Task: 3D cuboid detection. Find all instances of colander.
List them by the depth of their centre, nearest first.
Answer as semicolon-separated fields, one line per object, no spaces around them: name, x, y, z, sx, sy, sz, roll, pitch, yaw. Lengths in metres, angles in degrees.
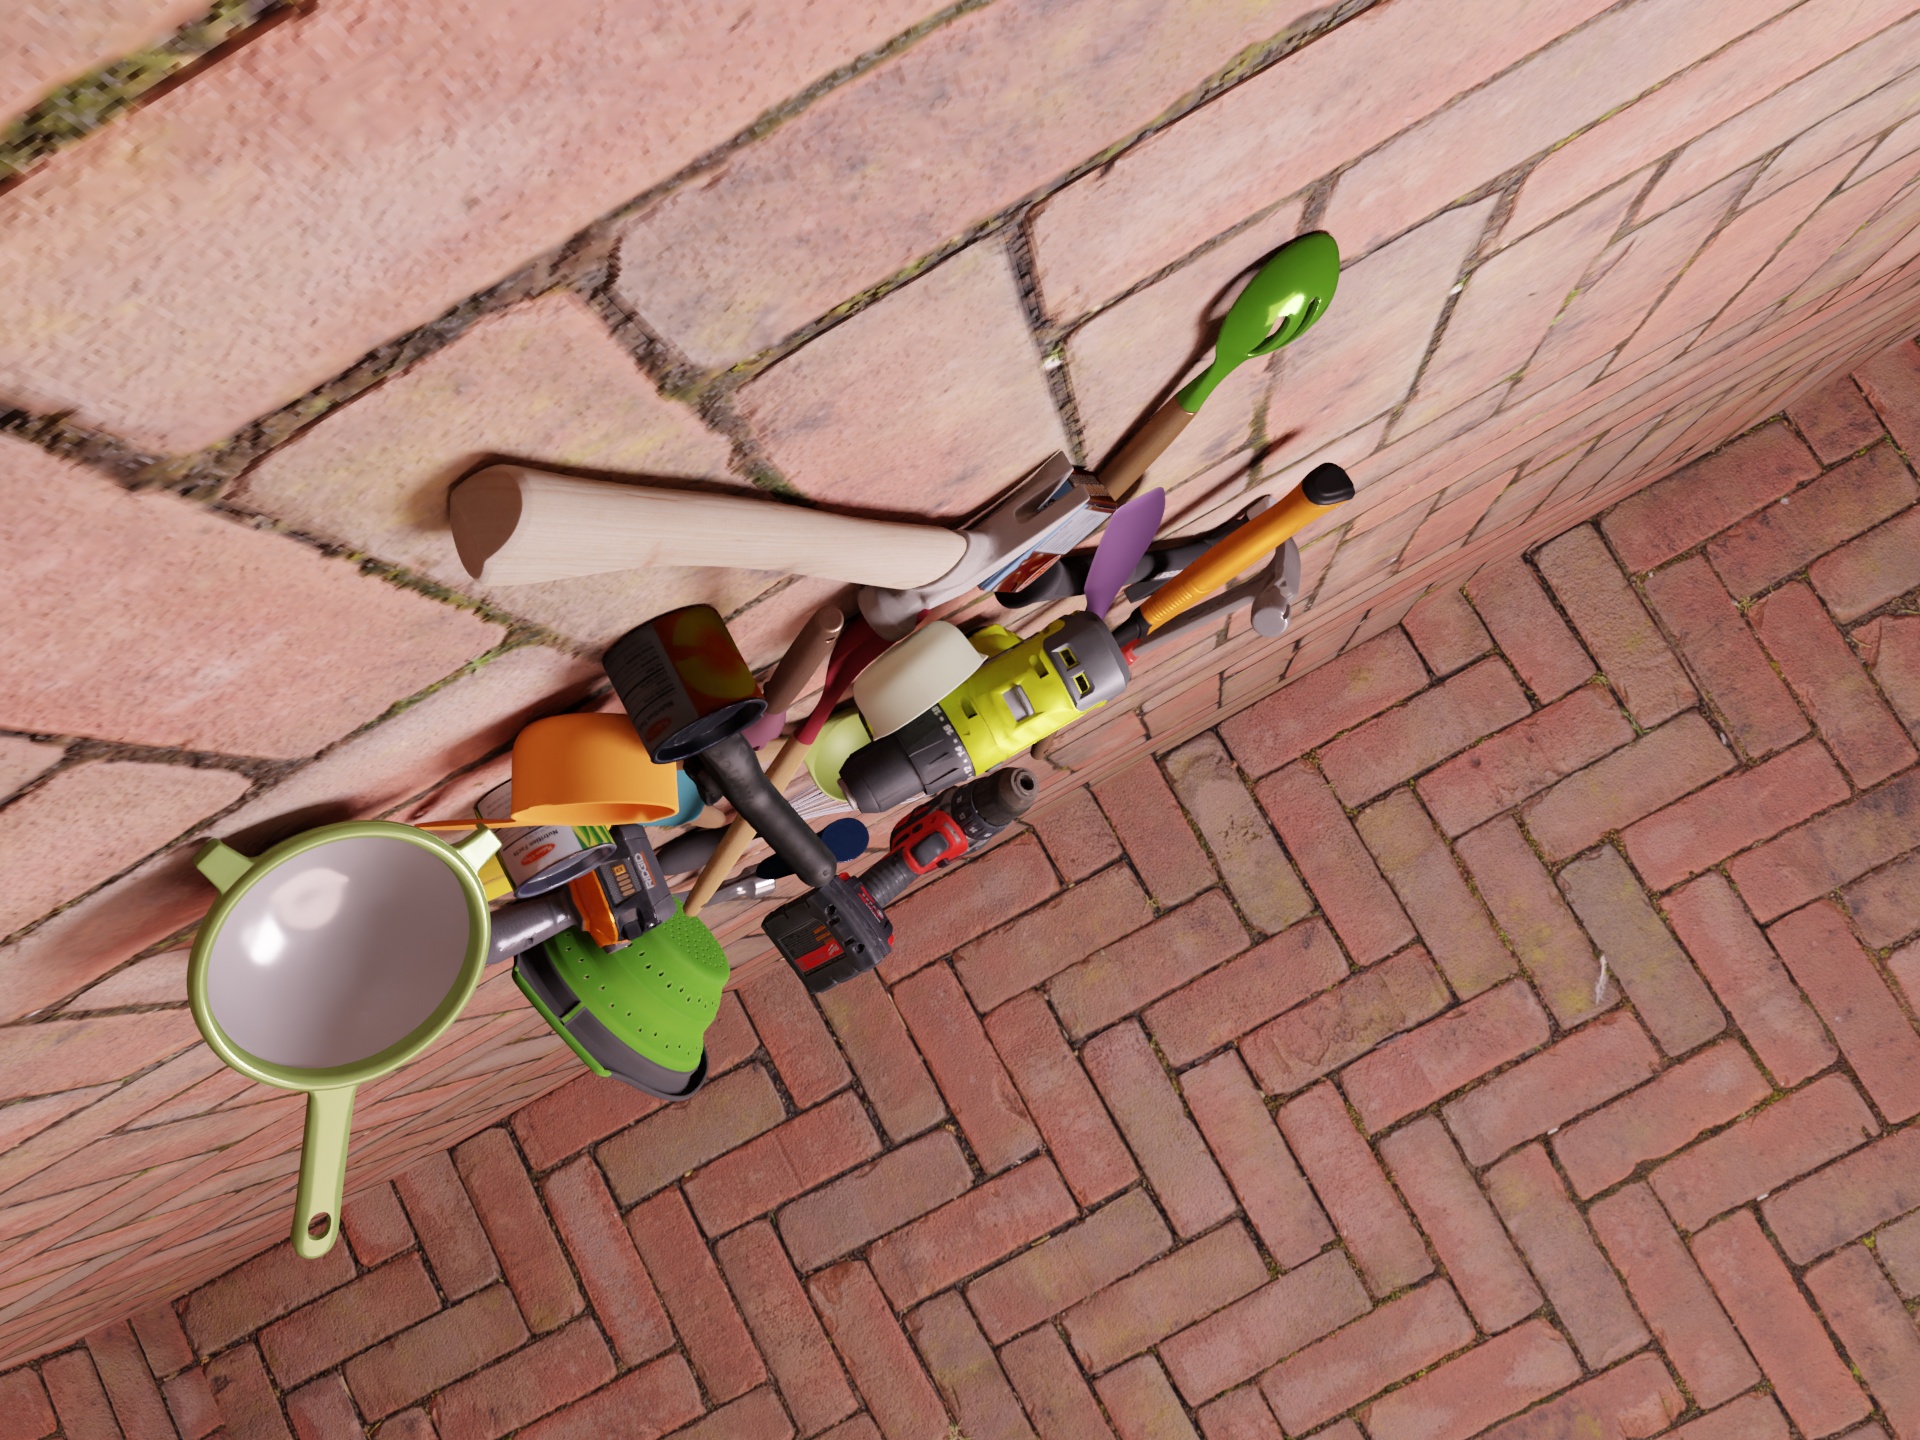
colander;-0.243;0.198;1.353;0.094;0.204;0.397;-44;174;4

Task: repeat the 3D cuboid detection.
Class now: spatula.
spatula;0.089;-0.058;1.127;0.060;0.018;0.315;-29;157;-27
spatula;-0.201;0.058;1.180;0.082;0.044;0.317;-30;176;-5

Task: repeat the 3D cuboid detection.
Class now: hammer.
hammer;-0.069;-0.087;0.724;0.146;0.038;0.410;-34;169;22
hammer;0.122;-0.110;1.181;0.146;0.035;0.334;-35;169;32
hammer;0.156;-0.086;1.197;0.337;0.034;0.127;-36;167;33
hammer;0.129;-0.059;1.382;0.359;0.036;0.149;-26;-153;28
hammer;-0.178;0.137;1.415;0.144;0.035;0.405;-16;175;-27

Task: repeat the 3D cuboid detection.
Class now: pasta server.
pasta server;-0.102;-0.022;0.867;0.060;0.040;0.316;-26;176;-18

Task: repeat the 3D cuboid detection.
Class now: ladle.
ladle;-0.113;0.029;1.040;0.069;0.031;0.315;-24;155;-54
ladle;-0.125;0.027;1.093;0.078;0.062;0.320;-61;162;12

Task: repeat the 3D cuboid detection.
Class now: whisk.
whisk;-0.132;0.072;1.374;0.284;0.070;0.070;-23;170;-10

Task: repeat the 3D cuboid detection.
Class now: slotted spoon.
slotted spoon;0.117;-0.166;0.886;0.070;0.031;0.313;-24;171;-27

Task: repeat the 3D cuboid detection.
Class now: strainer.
strainer;-0.340;0.161;0.846;0.151;0.069;0.256;-1;111;-40

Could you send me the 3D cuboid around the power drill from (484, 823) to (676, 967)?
power drill;-0.317;0.146;1.097;0.226;0.084;0.164;-22;176;-19

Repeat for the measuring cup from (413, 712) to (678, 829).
measuring cup;-0.233;0.030;0.869;0.173;0.052;0.095;-7;169;27

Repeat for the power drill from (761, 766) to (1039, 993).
power drill;-0.042;0.124;1.354;0.227;0.080;0.188;-39;-176;-40

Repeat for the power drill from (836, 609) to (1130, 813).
power drill;-0.002;-0.003;1.067;0.190;0.080;0.228;-30;-174;-7

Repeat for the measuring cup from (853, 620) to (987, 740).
measuring cup;-0.032;-0.033;0.970;0.083;0.038;0.168;-36;-171;0
